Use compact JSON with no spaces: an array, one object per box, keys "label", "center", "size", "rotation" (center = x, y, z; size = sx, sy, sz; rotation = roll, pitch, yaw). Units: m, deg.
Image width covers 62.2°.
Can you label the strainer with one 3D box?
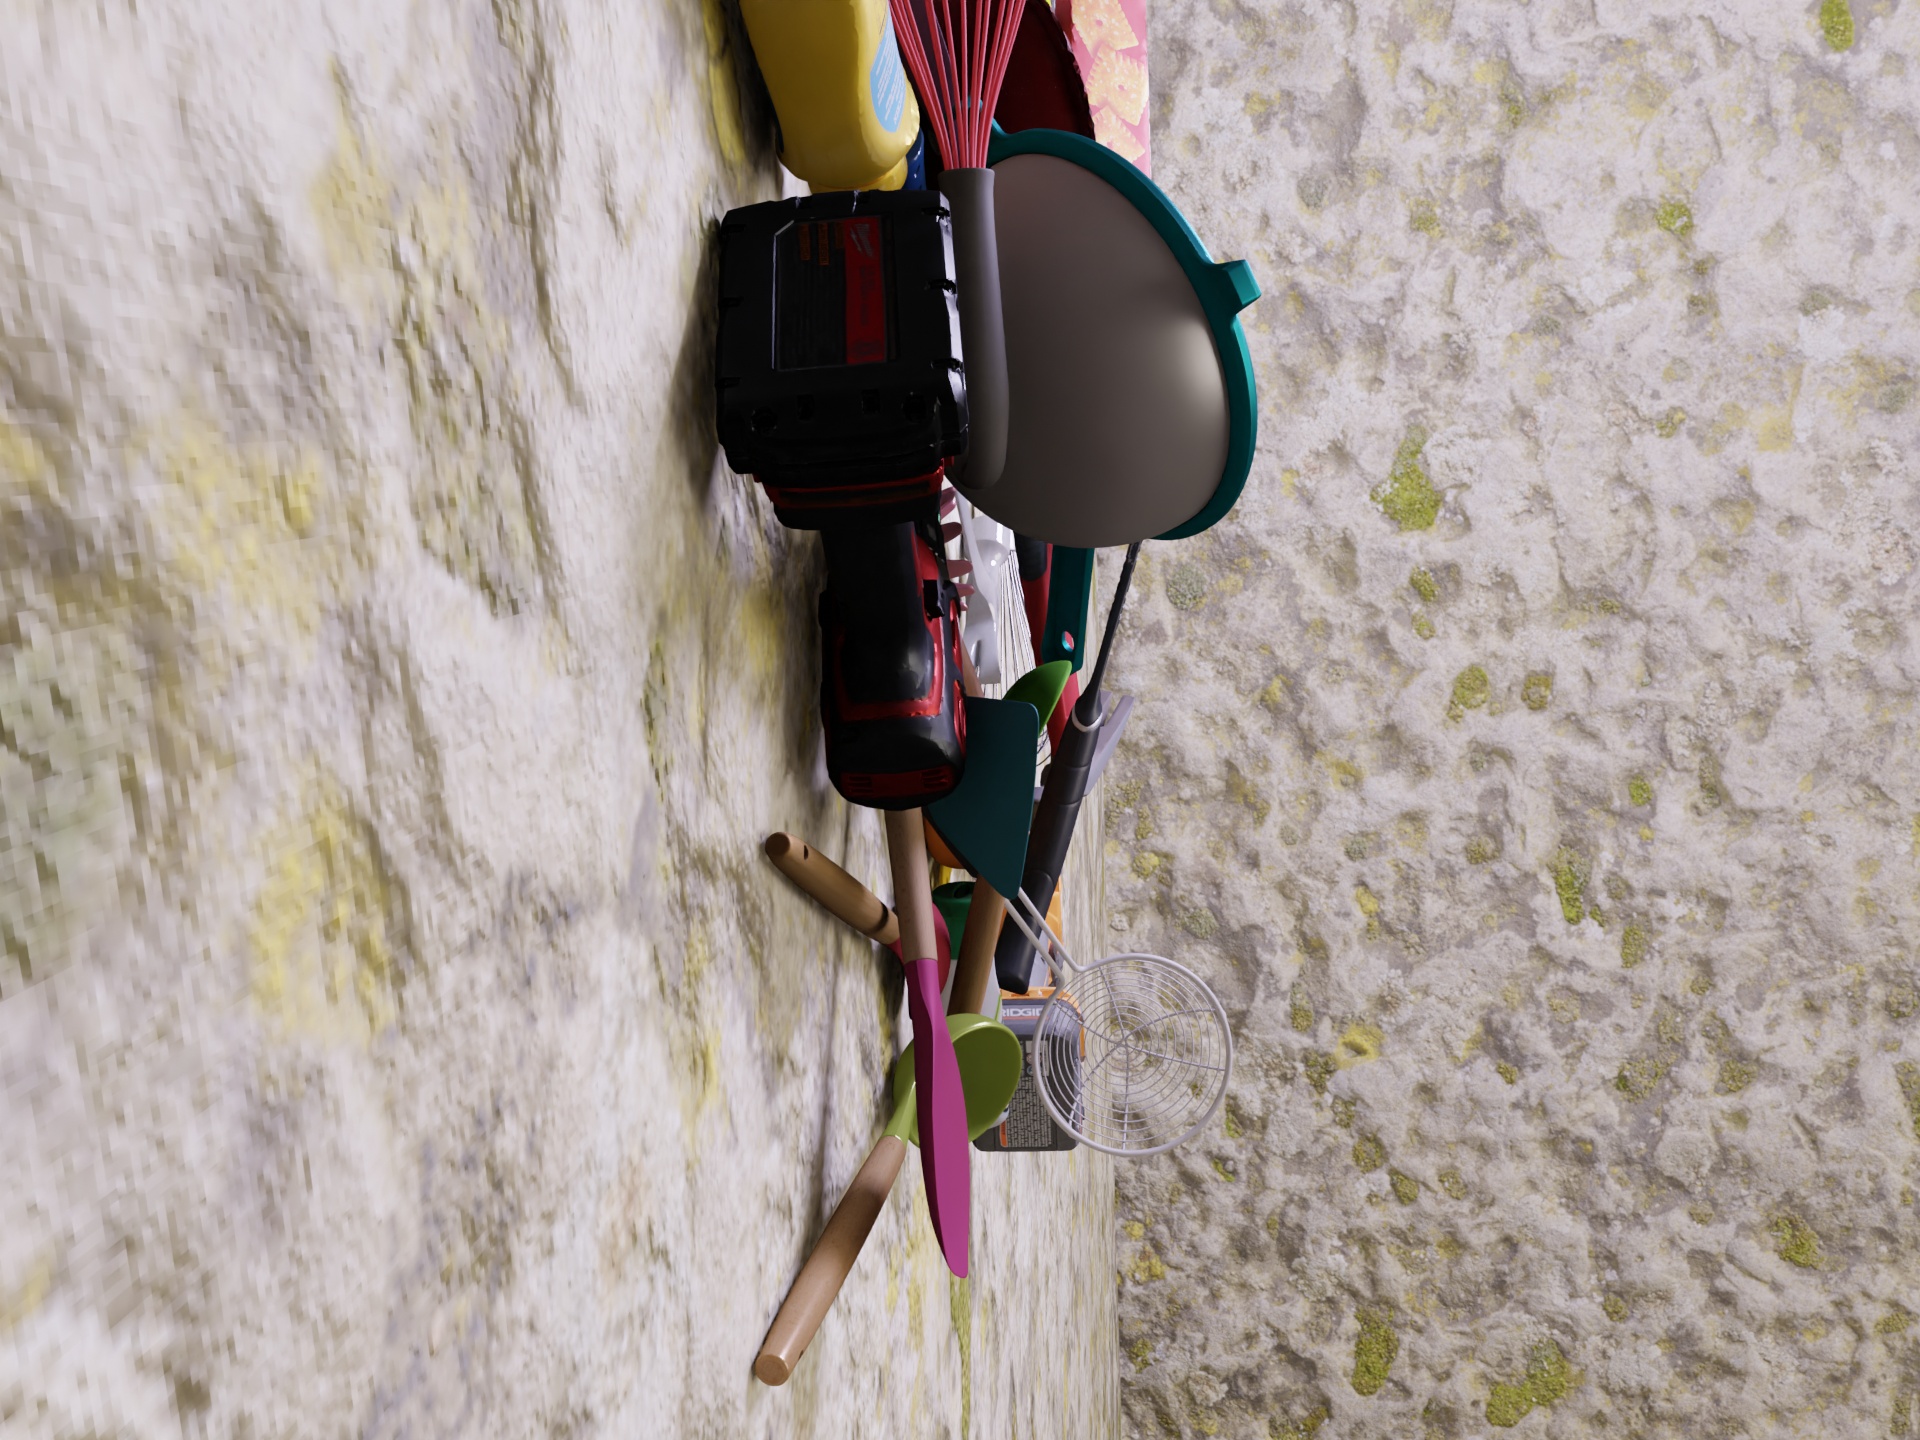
[{"label":"strainer","center":[0.034,-0.122,0.808],"size":[0.211,0.095,0.340],"rotation":[42,-28,29]}]

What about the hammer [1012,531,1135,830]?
[{"label":"hammer","center":[0.059,-0.104,1.032],"size":[0.143,0.038,0.385],"rotation":[-56,147,-38]}]

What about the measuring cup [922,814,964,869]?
[{"label":"measuring cup","center":[-0.001,0.034,0.925],"size":[0.173,0.052,0.095],"rotation":[61,29,-69]}]

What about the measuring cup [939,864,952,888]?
[{"label":"measuring cup","center":[0.007,0.081,1.039],"size":[0.156,0.029,0.062],"rotation":[-71,159,-72]}]

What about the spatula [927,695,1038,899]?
[{"label":"spatula","center":[-0.001,-0.003,0.788],"size":[0.318,0.044,0.082],"rotation":[-103,-162,-76]}]

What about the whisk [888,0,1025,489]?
[{"label":"whisk","center":[0.001,-0.244,0.651],"size":[0.073,0.073,0.296],"rotation":[-45,133,-79]}]

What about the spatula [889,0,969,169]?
[{"label":"spatula","center":[0.010,-0.261,0.820],"size":[0.060,0.018,0.315],"rotation":[23,-39,59]}]

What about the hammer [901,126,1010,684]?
[{"label":"hammer","center":[-0.009,-0.174,0.948],"size":[0.405,0.035,0.144],"rotation":[76,15,-58]}]

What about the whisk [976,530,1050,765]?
[{"label":"whisk","center":[0.034,-0.101,1.189],"size":[0.070,0.070,0.285],"rotation":[37,49,-80]}]

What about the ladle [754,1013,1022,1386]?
[{"label":"ladle","center":[-0.026,0.210,0.718],"size":[0.320,0.062,0.078],"rotation":[-40,150,-76]}]

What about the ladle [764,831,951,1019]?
[{"label":"ladle","center":[-0.041,0.091,0.735],"size":[0.315,0.031,0.069],"rotation":[59,29,-71]}]

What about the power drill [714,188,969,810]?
[{"label":"power drill","center":[-0.035,-0.095,0.622],"size":[0.226,0.080,0.188],"rotation":[84,2,-55]}]

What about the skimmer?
[{"label":"skimmer","center":[0.054,0.132,0.909],"size":[0.090,0.127,0.362],"rotation":[51,-3,46]}]

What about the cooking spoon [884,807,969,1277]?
[{"label":"cooking spoon","center":[-0.021,0.086,0.720],"size":[0.068,0.017,0.319],"rotation":[61,20,-63]}]

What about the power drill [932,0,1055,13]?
[{"label":"power drill","center":[0.017,-0.381,1.029],"size":[0.171,0.080,0.223],"rotation":[6,86,-82]}]

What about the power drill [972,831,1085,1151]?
[{"label":"power drill","center":[0.048,0.214,1.161],"size":[0.226,0.084,0.185],"rotation":[-86,173,-60]}]

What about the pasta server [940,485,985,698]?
[{"label":"pasta server","center":[0.006,-0.039,0.988],"size":[0.316,0.040,0.060],"rotation":[70,8,-62]}]

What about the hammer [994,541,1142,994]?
[{"label":"hammer","center":[0.083,-0.023,1.002],"size":[0.149,0.036,0.409],"rotation":[-43,149,-87]}]

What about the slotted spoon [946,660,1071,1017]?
[{"label":"slotted spoon","center":[0.013,0.098,0.832],"size":[0.070,0.031,0.313],"rotation":[-67,170,-54]}]
